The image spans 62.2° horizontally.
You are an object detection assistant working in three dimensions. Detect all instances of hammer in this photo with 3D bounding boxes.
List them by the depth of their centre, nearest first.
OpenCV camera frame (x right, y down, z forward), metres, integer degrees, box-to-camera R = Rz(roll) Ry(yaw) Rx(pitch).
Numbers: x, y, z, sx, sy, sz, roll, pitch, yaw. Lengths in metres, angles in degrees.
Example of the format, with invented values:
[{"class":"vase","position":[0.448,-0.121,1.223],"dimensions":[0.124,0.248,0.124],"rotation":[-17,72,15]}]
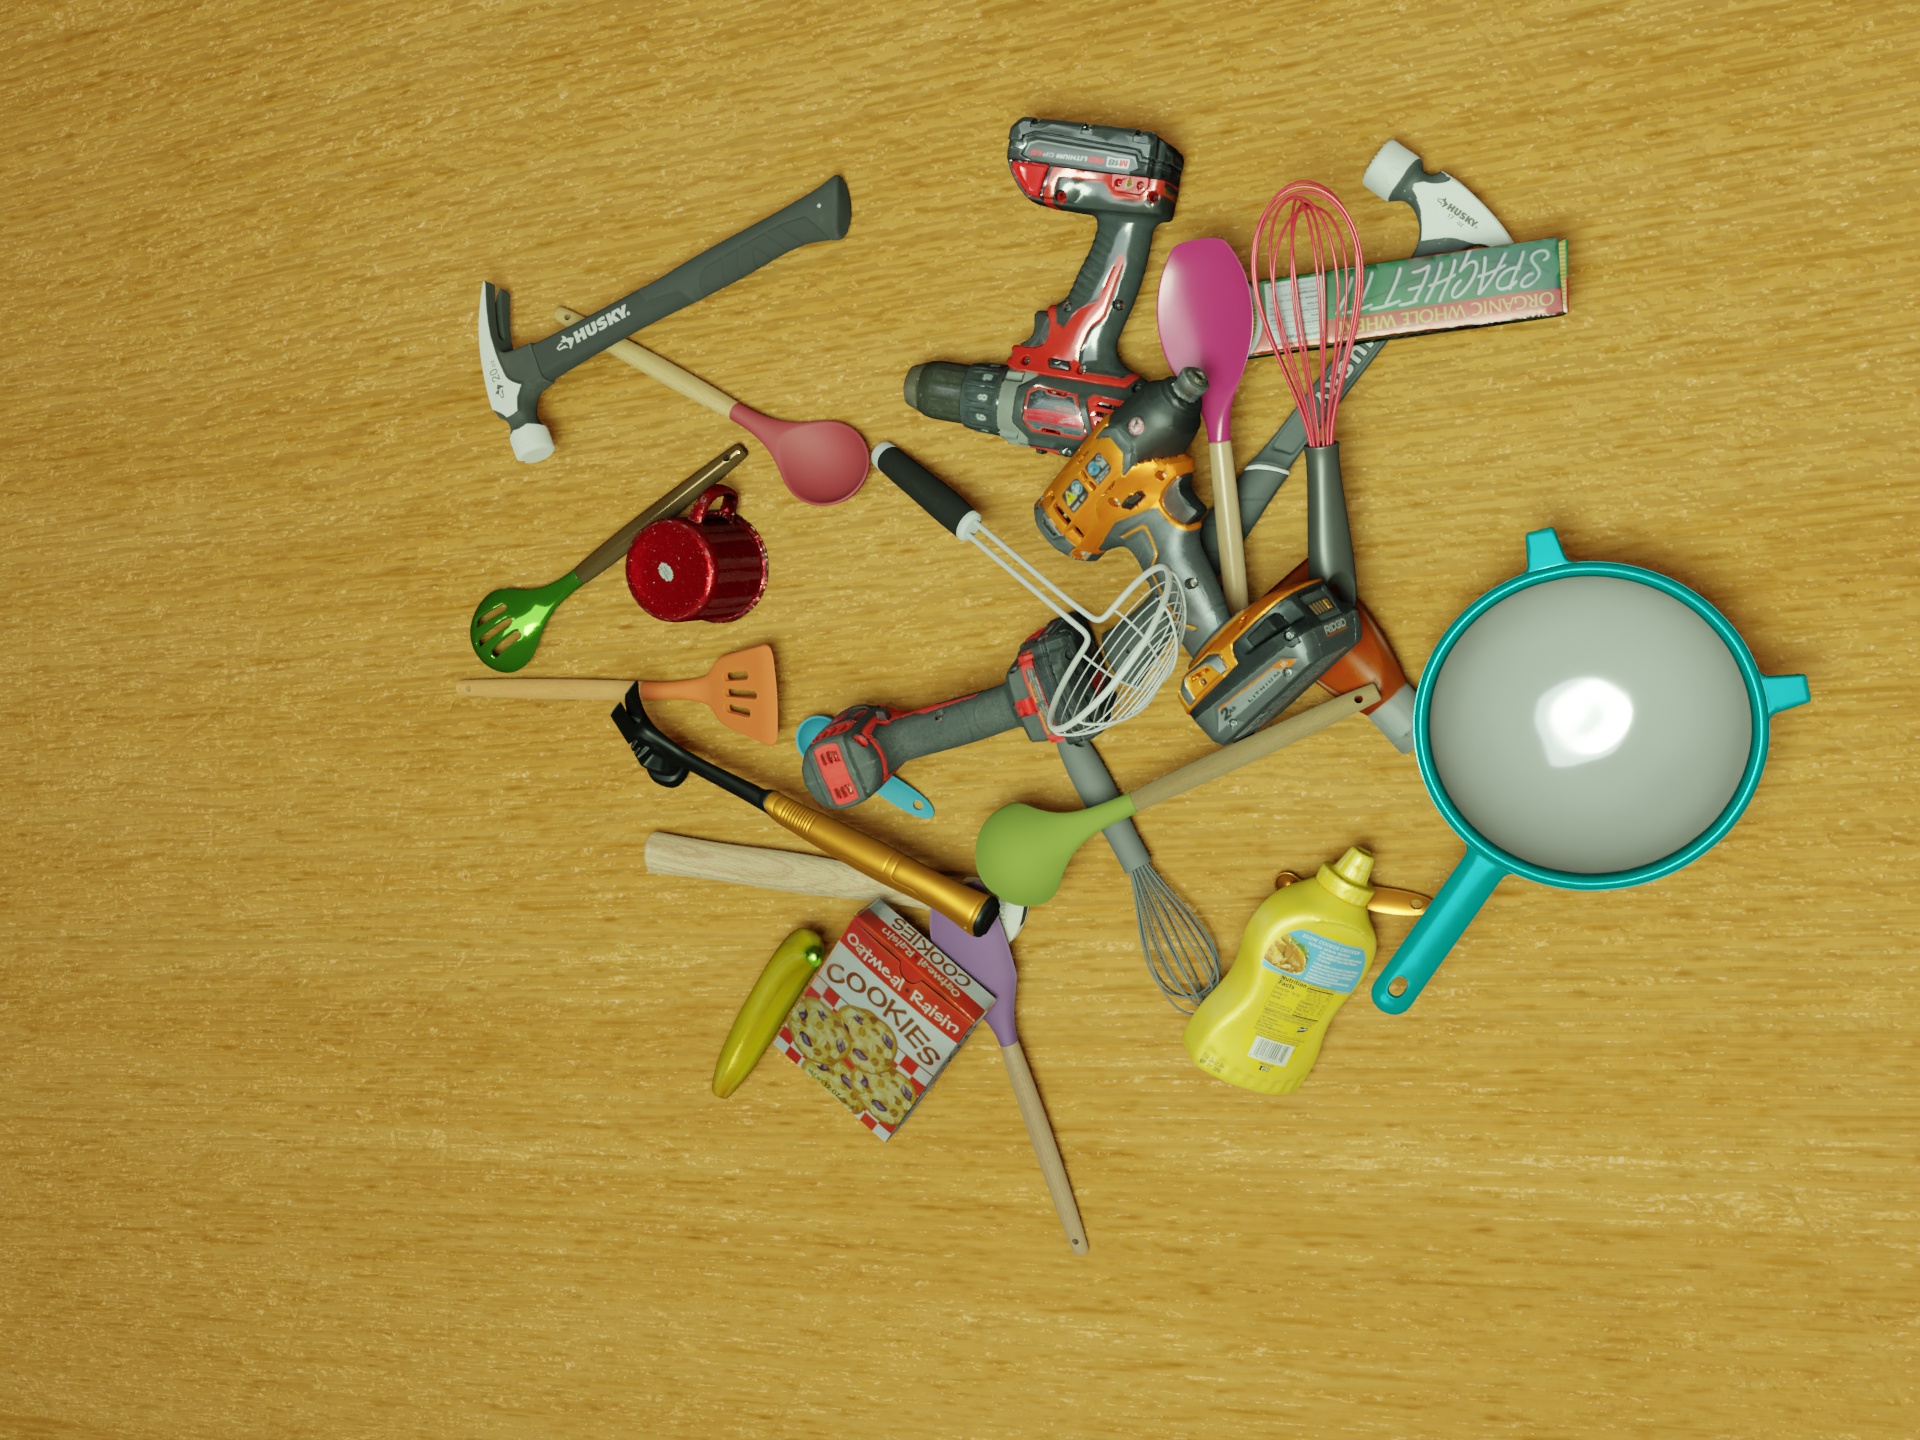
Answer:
[{"class":"hammer","position":[0.233,-0.189,1.119],"dimensions":[0.149,0.036,0.409],"rotation":[39,108,10]},{"class":"hammer","position":[-0.120,0.074,1.219],"dimensions":[0.337,0.127,0.034],"rotation":[26,68,20]},{"class":"hammer","position":[-0.234,-0.338,1.250],"dimensions":[0.335,0.035,0.146],"rotation":[-23,81,16]},{"class":"hammer","position":[-0.105,0.129,1.283],"dimensions":[0.331,0.031,0.130],"rotation":[6,99,19]}]

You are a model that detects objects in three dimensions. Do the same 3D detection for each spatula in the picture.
[{"class":"spatula","position":[0.044,0.275,1.239],"dimensions":[0.060,0.018,0.316],"rotation":[-17,99,18]},{"class":"spatula","position":[-0.288,-0.025,1.321],"dimensions":[0.322,0.041,0.081],"rotation":[1,98,20]}]

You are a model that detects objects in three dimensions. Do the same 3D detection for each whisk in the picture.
[{"class":"whisk","position":[0.234,-0.200,1.044],"dimensions":[0.073,0.073,0.295],"rotation":[-3,110,20]},{"class":"whisk","position":[0.130,0.110,1.191],"dimensions":[0.055,0.055,0.239],"rotation":[-30,83,20]}]

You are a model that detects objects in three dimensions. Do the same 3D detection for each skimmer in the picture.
[{"class":"skimmer","position":[0.024,-0.116,1.091],"dimensions":[0.127,0.090,0.364],"rotation":[-54,50,11]}]

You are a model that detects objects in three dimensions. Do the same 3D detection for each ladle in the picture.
[{"class":"ladle","position":[0.151,0.048,1.142],"dimensions":[0.320,0.062,0.078],"rotation":[-26,80,16]},{"class":"ladle","position":[-0.201,-0.257,1.266],"dimensions":[0.315,0.031,0.069],"rotation":[31,87,15]}]

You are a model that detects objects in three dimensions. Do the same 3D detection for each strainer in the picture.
[{"class":"strainer","position":[0.382,0.053,1.069],"dimensions":[0.211,0.095,0.340],"rotation":[35,109,15]}]

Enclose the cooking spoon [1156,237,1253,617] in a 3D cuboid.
[{"class":"cooking spoon","position":[0.181,-0.167,1.094],"dimensions":[0.069,0.017,0.318],"rotation":[1,109,32]}]

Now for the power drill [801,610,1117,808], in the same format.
[{"class":"power drill","position":[-0.002,-0.004,1.177],"dimensions":[0.219,0.143,0.078],"rotation":[-19,99,15]}]

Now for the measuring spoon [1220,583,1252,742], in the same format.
[{"class":"measuring spoon","position":[0.195,-0.040,1.145],"dimensions":[0.034,0.018,0.124],"rotation":[-3,111,9]}]

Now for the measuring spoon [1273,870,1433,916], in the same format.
[{"class":"measuring spoon","position":[0.287,0.125,1.157],"dimensions":[0.117,0.011,0.021],"rotation":[8,114,15]}]

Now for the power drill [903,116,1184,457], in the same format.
[{"class":"power drill","position":[0.060,-0.308,1.144],"dimensions":[0.188,0.080,0.226],"rotation":[13,105,17]}]

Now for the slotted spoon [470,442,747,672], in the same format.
[{"class":"slotted spoon","position":[-0.298,-0.136,1.318],"dimensions":[0.313,0.031,0.070],"rotation":[-33,83,19]}]

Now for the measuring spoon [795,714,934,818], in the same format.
[{"class":"measuring spoon","position":[-0.073,0.038,1.270],"dimensions":[0.128,0.021,0.042],"rotation":[34,112,3]}]

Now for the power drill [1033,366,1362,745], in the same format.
[{"class":"power drill","position":[0.161,-0.115,1.065],"dimensions":[0.227,0.084,0.164],"rotation":[54,135,14]}]
